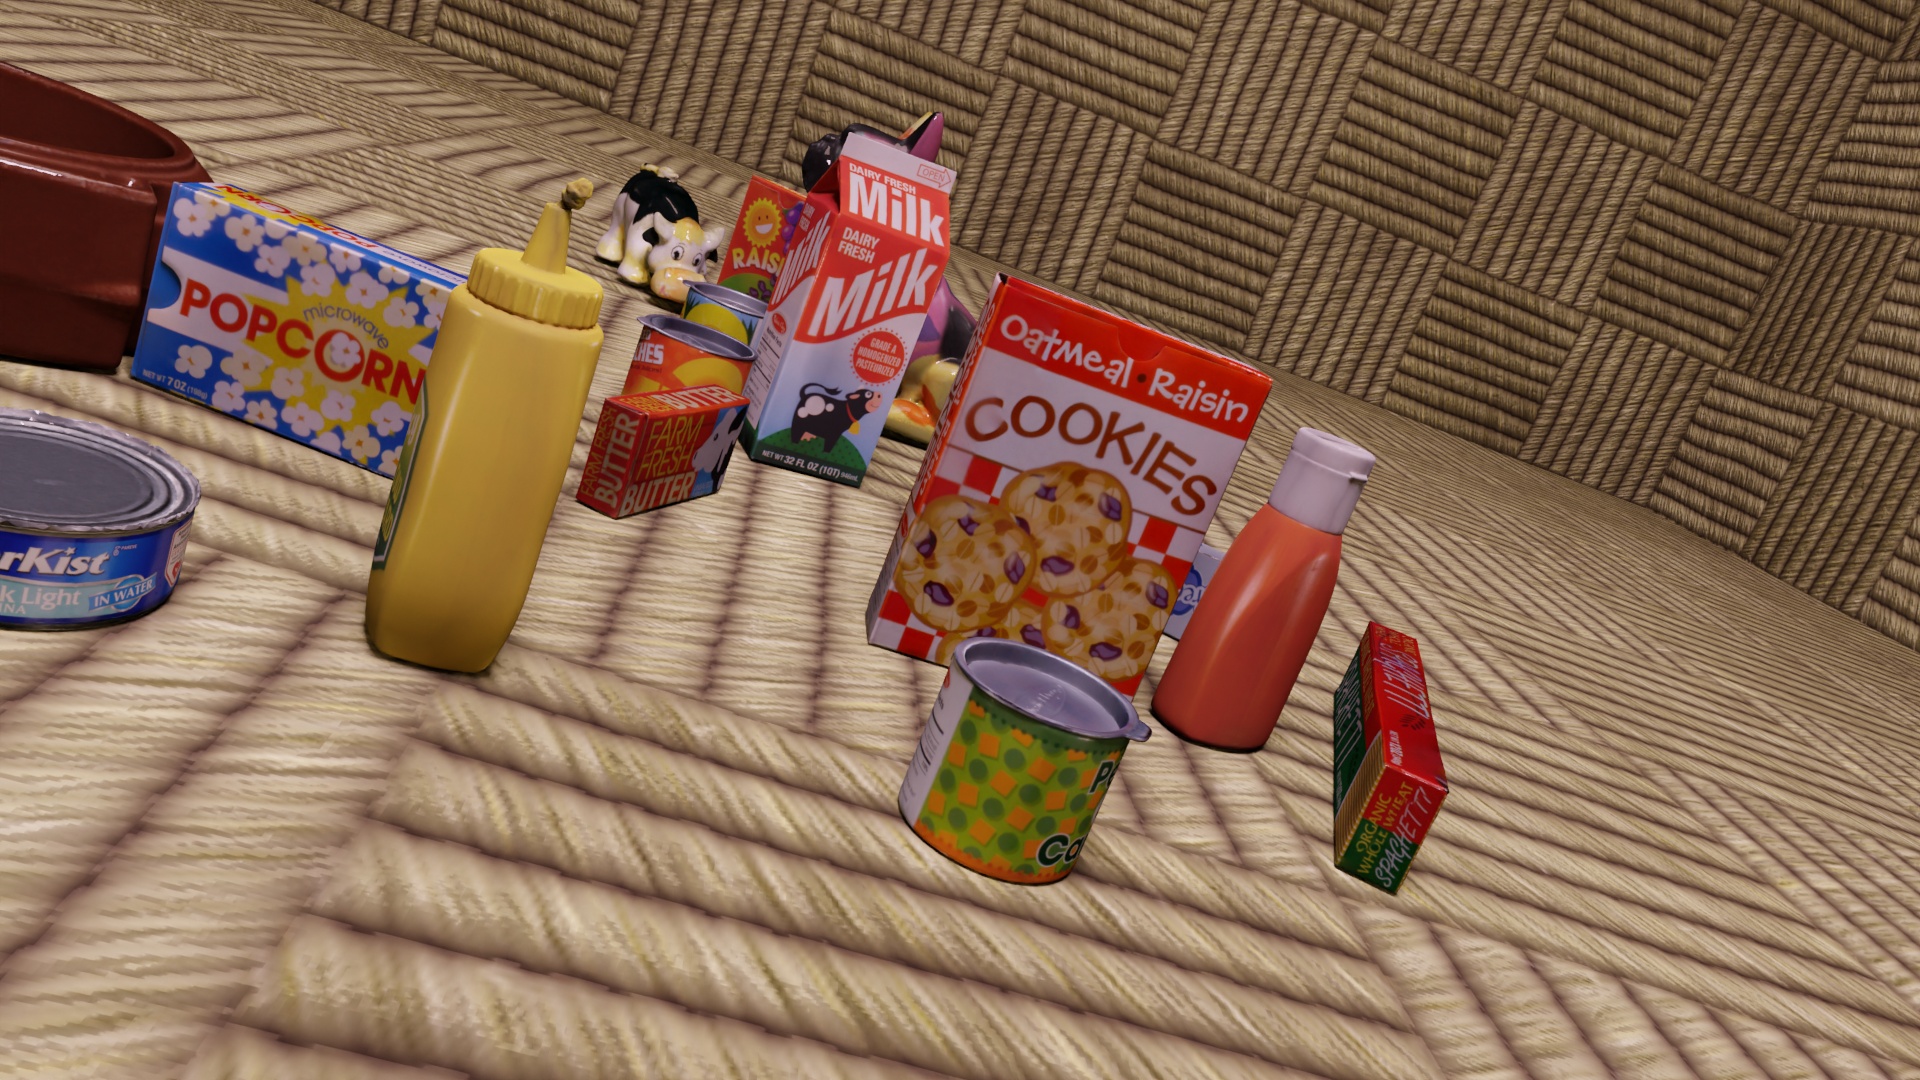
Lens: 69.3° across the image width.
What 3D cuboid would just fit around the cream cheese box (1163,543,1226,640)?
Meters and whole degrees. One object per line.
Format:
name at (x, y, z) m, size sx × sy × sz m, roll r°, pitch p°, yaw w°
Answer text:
cream cheese box at (0.108, 0.018, 0.784) m, size 0.104 × 0.053 × 0.024 m, roll 26°, pitch 16°, yaw 16°

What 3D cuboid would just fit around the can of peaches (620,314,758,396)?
can of peaches at (-0.157, -0.090, 0.785) m, size 0.071 × 0.058 × 0.071 m, roll 20°, pitch 15°, yaw -6°

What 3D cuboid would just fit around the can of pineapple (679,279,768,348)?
can of pineapple at (-0.162, -0.138, 0.941) m, size 0.071 × 0.057 × 0.071 m, roll 20°, pitch 15°, yaw -6°

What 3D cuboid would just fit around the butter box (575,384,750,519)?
butter box at (-0.140, -0.045, 0.665) m, size 0.024 × 0.053 × 0.104 m, roll 25°, pitch 16°, yaw 13°

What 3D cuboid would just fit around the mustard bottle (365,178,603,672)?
mustard bottle at (-0.146, -0.039, 0.439) m, size 0.049 × 0.159 × 0.065 m, roll 15°, pitch 16°, yaw -25°

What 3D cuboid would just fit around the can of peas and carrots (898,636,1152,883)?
can of peas and carrots at (0.021, 0.074, 0.469) m, size 0.071 × 0.058 × 0.071 m, roll 20°, pitch 15°, yaw -6°

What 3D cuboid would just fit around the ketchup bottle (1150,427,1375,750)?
ketchup bottle at (0.142, 0.023, 0.635) m, size 0.065 × 0.148 × 0.043 m, roll 10°, pitch 19°, yaw -37°

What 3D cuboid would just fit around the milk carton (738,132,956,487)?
milk carton at (-0.067, -0.136, 0.814) m, size 0.072 × 0.190 × 0.073 m, roll 14°, pitch 17°, yaw -26°

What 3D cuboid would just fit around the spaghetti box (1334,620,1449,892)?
spaghetti box at (0.202, 0.092, 0.666) m, size 0.029 × 0.050 × 0.251 m, roll 24°, pitch 16°, yaw 10°

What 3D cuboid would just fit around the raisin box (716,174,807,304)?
raisin box at (-0.144, -0.215, 1.102) m, size 0.086 × 0.123 × 0.040 m, roll 28°, pitch 16°, yaw 24°

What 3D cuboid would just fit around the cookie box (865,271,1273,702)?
cookie box at (0.044, -0.017, 0.603) m, size 0.123 × 0.167 × 0.040 m, roll 19°, pitch 15°, yaw -12°

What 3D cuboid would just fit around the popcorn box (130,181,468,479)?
popcorn box at (-0.266, -0.086, 0.576) m, size 0.127 × 0.085 × 0.038 m, roll 21°, pitch 15°, yaw -1°
